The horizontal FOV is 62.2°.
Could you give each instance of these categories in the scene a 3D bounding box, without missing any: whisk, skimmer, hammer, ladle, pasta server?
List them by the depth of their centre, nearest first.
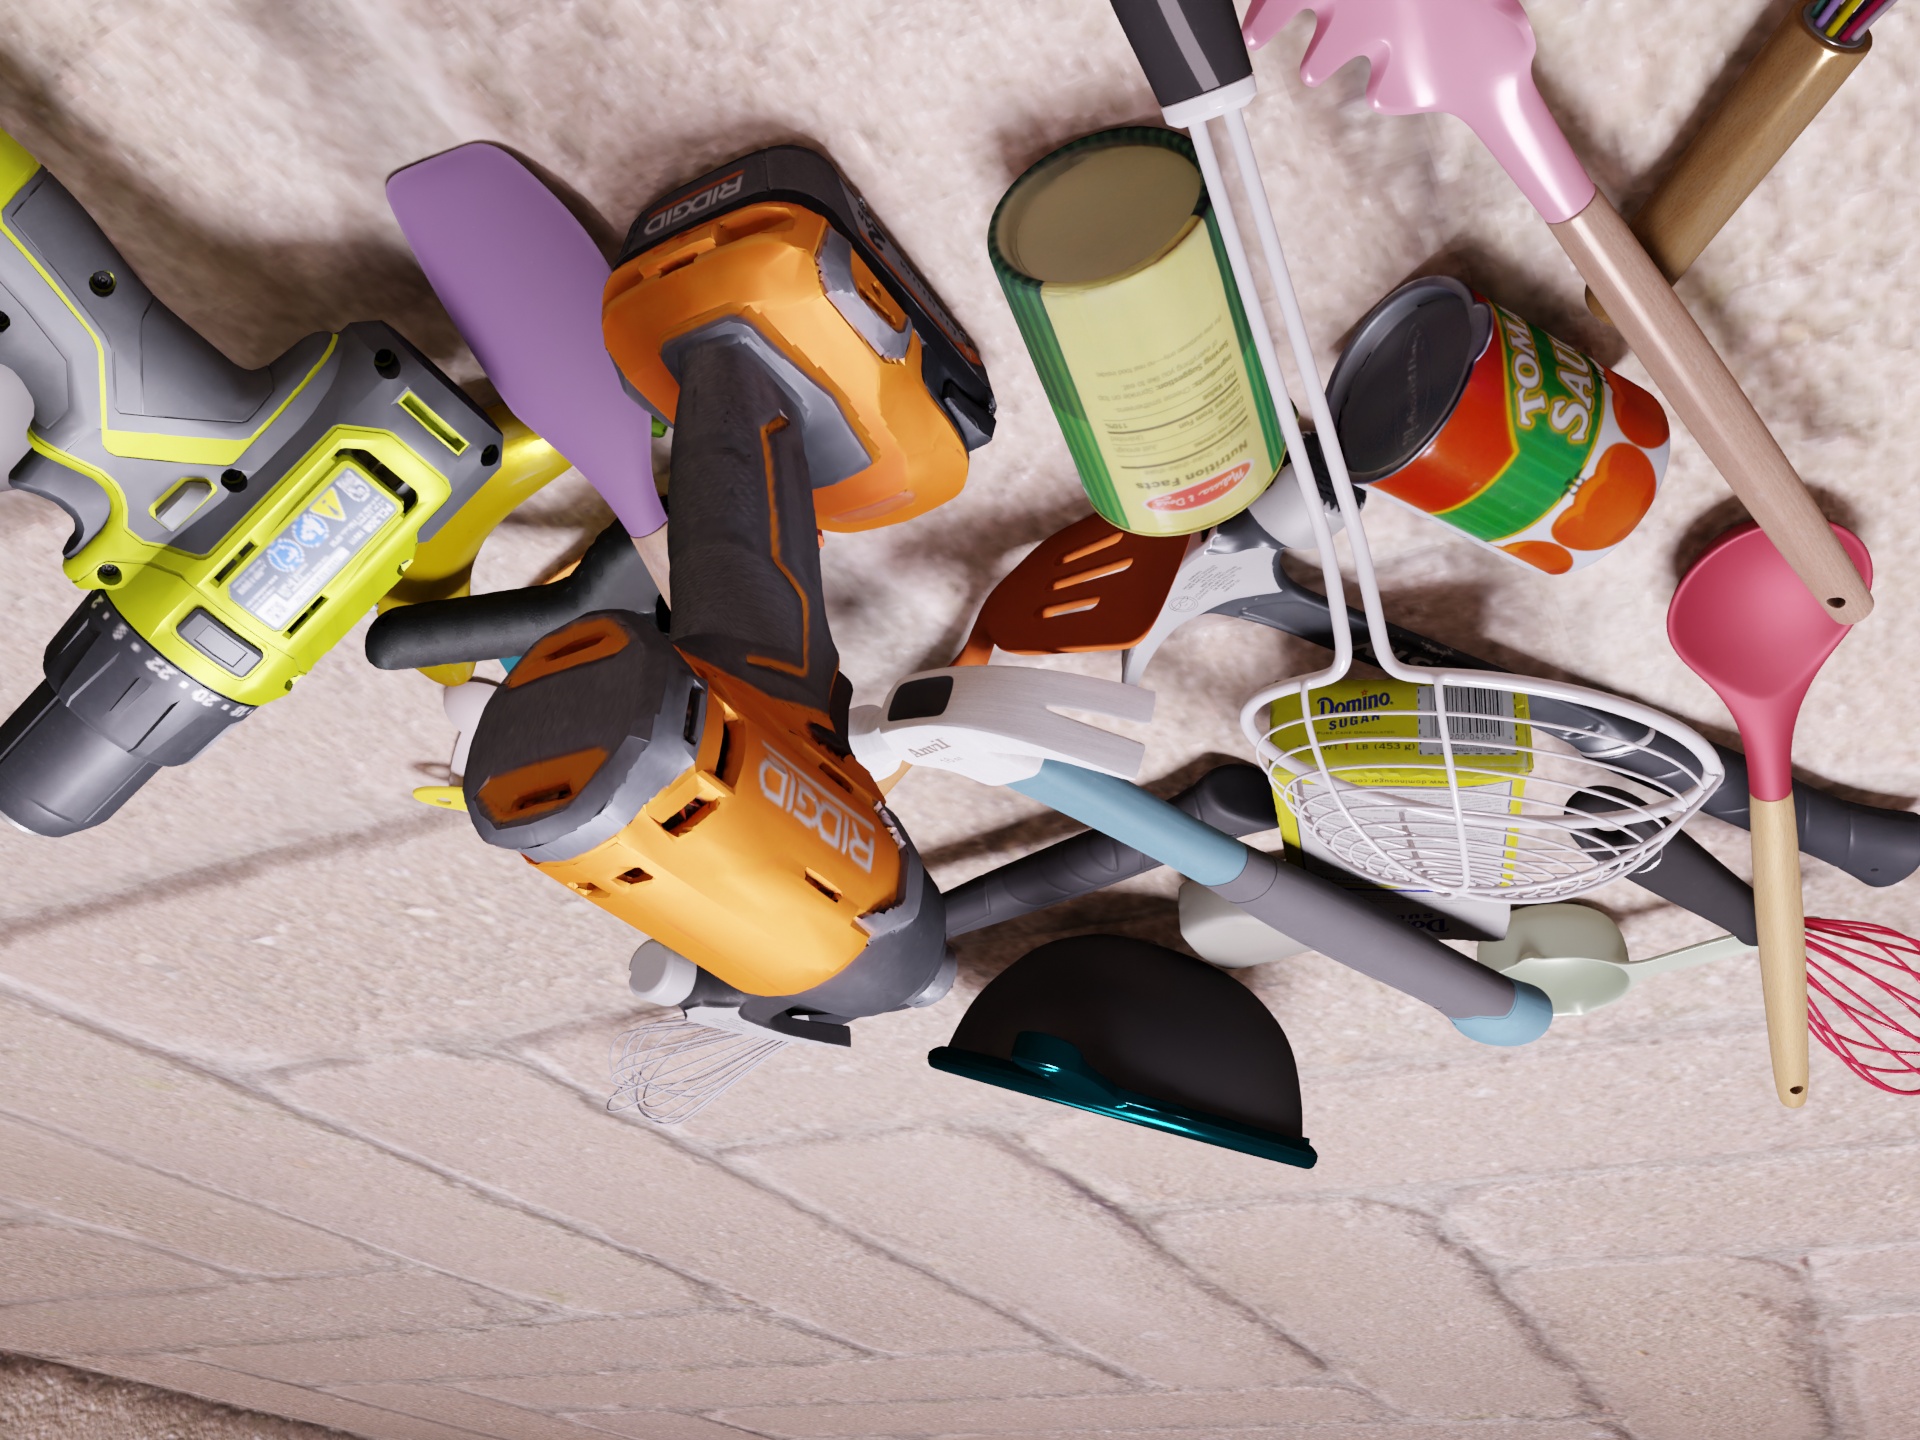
[{"bbox_3d":[0.216,-0.179,0.370,0.051,0.047,0.244,8,150,-9],"label":"whisk"},{"bbox_3d":[0.094,-0.101,0.397,0.127,0.090,0.363,-3,118,43],"label":"skimmer"},{"bbox_3d":[0.178,-0.117,0.434,0.316,0.040,0.060,39,150,-29],"label":"pasta server"},{"bbox_3d":[0.113,0.062,0.630,0.330,0.033,0.128,28,155,-26],"label":"hammer"},{"bbox_3d":[0.327,0.048,0.637,0.069,0.031,0.315,-12,123,15],"label":"ladle"},{"bbox_3d":[0.251,0.004,0.657,0.408,0.036,0.149,19,145,-22],"label":"hammer"},{"bbox_3d":[0.370,0.097,0.714,0.295,0.073,0.073,29,140,-25],"label":"whisk"},{"bbox_3d":[0.005,0.096,0.794,0.335,0.035,0.146,-24,147,26],"label":"hammer"},{"bbox_3d":[-0.116,0.191,0.970,0.284,0.070,0.070,-26,137,31],"label":"whisk"}]

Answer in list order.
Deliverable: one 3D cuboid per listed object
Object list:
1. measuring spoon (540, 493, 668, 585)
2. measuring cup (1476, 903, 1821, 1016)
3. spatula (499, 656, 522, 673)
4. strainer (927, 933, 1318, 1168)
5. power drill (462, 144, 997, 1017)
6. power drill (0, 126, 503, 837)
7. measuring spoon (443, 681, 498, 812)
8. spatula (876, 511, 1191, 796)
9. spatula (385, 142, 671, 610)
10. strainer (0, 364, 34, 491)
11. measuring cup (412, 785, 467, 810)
[{"bbox_3d":[-0.142,-0.062,0.622,0.021,0.011,0.117,21,148,-36],"label":"measuring spoon"},{"bbox_3d":[0.345,0.110,0.810,0.167,0.038,0.083,-22,139,31],"label":"measuring cup"},{"bbox_3d":[-0.103,0.052,0.769,0.082,0.044,0.317,8,160,33],"label":"spatula"},{"bbox_3d":[0.080,0.149,0.795,0.211,0.095,0.340,11,165,17],"label":"strainer"},{"bbox_3d":[-0.045,-0.031,0.454,0.084,0.227,0.164,-15,143,27],"label":"power drill"},{"bbox_3d":[-0.274,-0.085,0.450,0.190,0.080,0.228,-45,126,-1],"label":"power drill"},{"bbox_3d":[-0.229,0.020,0.747,0.034,0.018,0.124,13,147,-14],"label":"measuring spoon"},{"bbox_3d":[-0.001,-0.002,0.663,0.041,0.081,0.322,27,148,-9],"label":"spatula"},{"bbox_3d":[-0.094,-0.048,0.552,0.060,0.018,0.315,-10,127,20],"label":"spatula"},{"bbox_3d":[-0.313,-0.089,0.539,0.151,0.069,0.256,-19,139,31],"label":"strainer"},{"bbox_3d":[-0.190,0.058,0.782,0.156,0.029,0.062,11,148,-21],"label":"measuring cup"}]
